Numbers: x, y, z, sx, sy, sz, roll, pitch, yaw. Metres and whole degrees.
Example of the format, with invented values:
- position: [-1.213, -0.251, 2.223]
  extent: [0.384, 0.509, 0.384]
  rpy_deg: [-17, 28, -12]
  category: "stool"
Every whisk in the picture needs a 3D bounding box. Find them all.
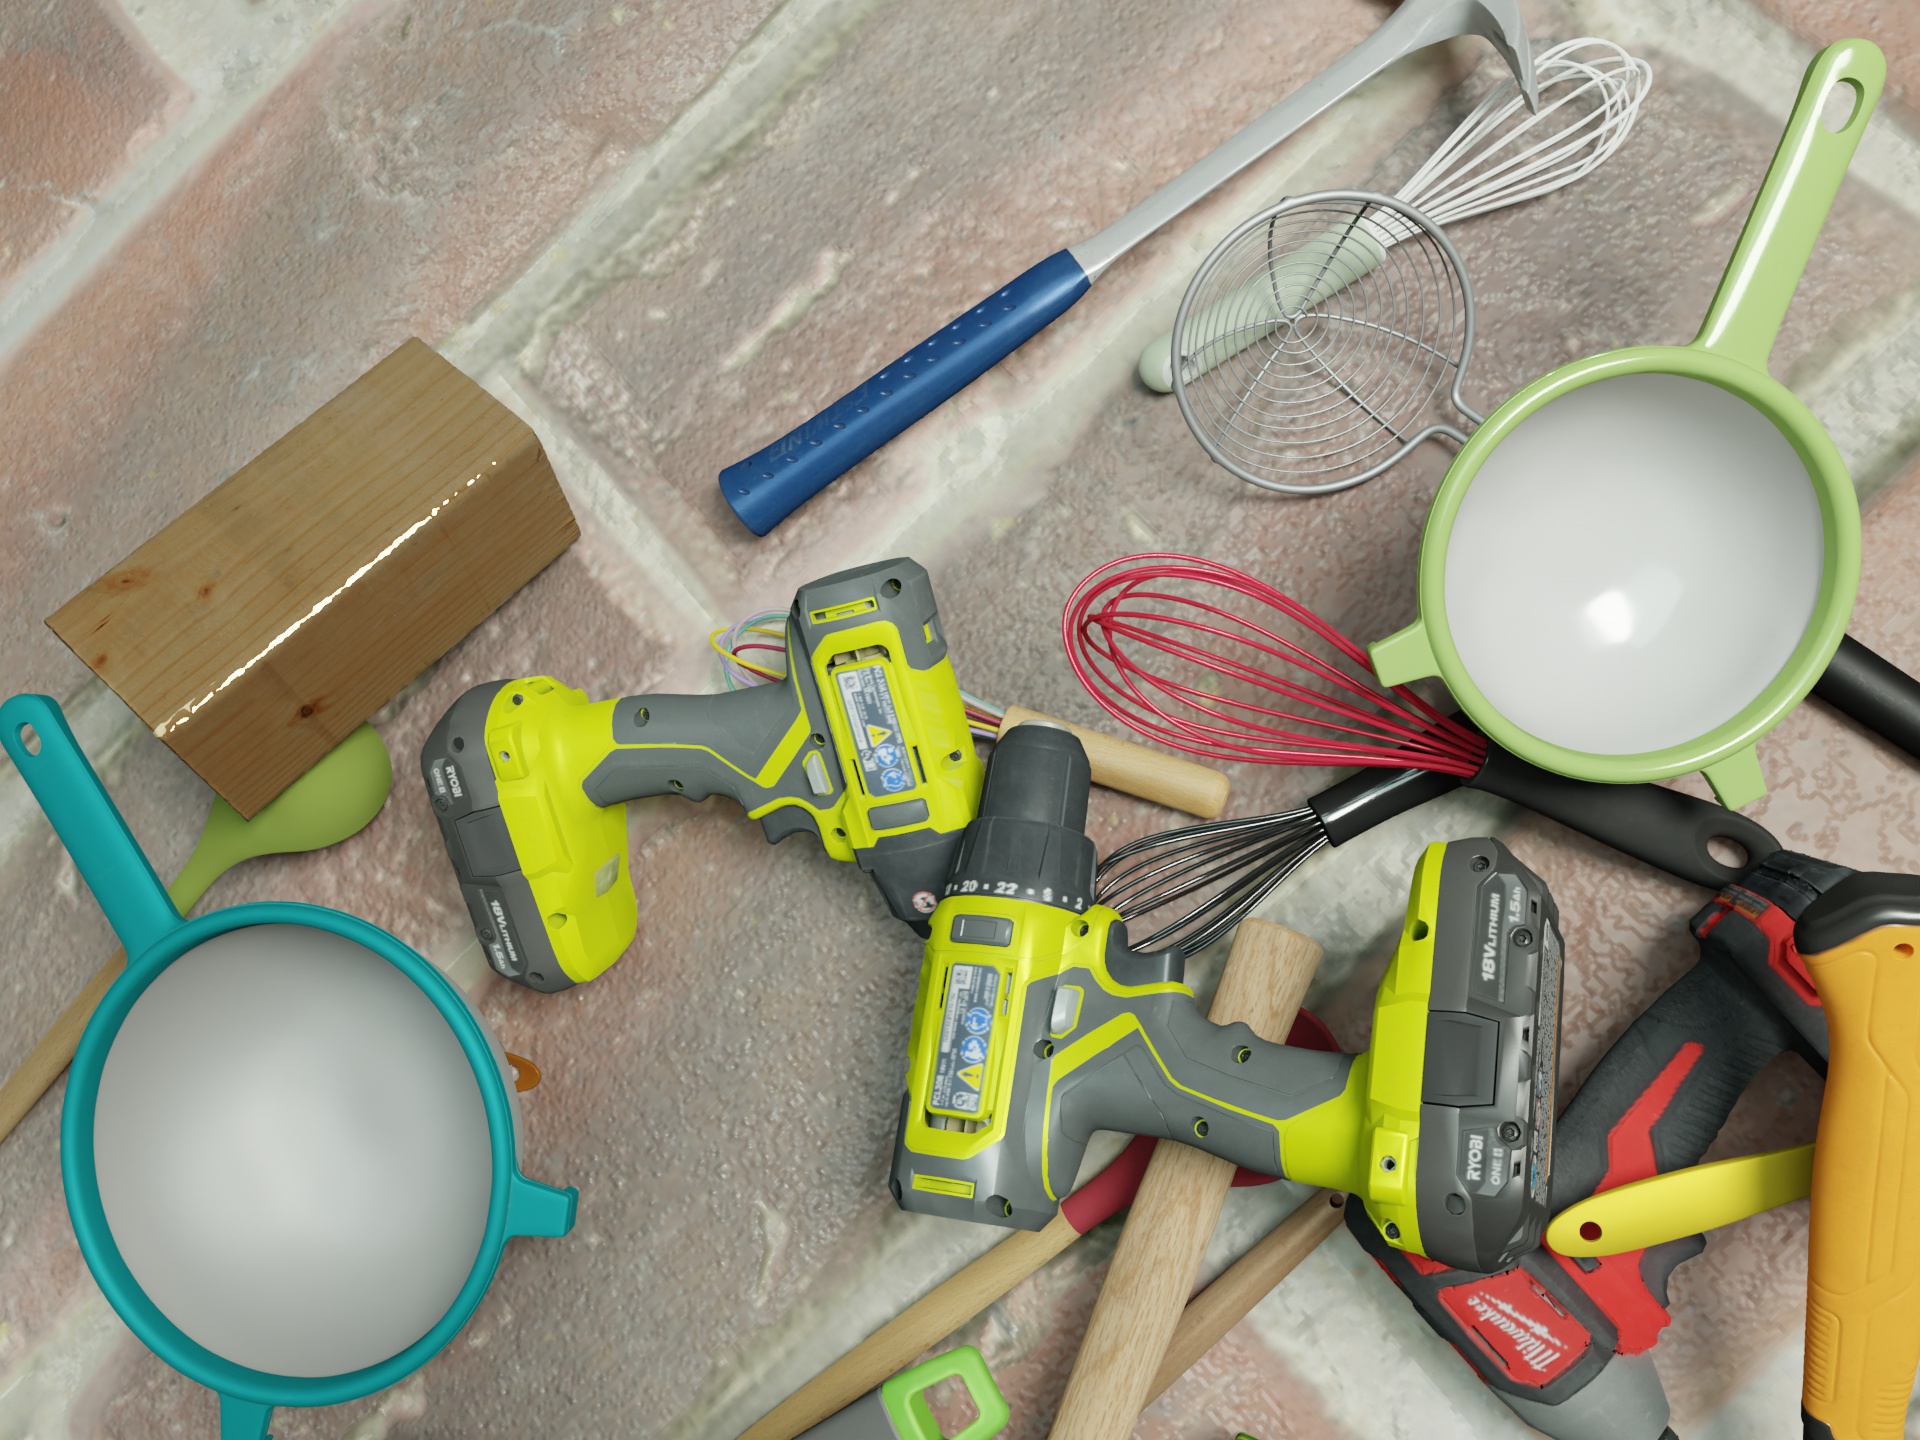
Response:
- position: [0.147, 0.038, 0.649]
  extent: [0.239, 0.055, 0.055]
  rpy_deg: [-28, 72, 4]
  category: "whisk"
- position: [0.186, -0.216, 0.696]
  extent: [0.246, 0.057, 0.059]
  rpy_deg: [-31, 38, 10]
  category: "whisk"
- position: [0.177, 0.008, 0.604]
  extent: [0.296, 0.073, 0.073]
  rpy_deg: [20, 84, -4]
  category: "whisk"
- position: [-0.002, -0.001, 0.700]
  extent: [0.245, 0.047, 0.051]
  rpy_deg: [18, 82, 15]
  category: "whisk"

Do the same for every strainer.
- position: [0.250, -0.106, 0.563]
  extent: [0.151, 0.069, 0.256]
  rpy_deg: [19, 100, -4]
  category: "strainer"
- position: [-0.312, 0.129, 0.713]
  extent: [0.211, 0.095, 0.340]
  rpy_deg: [-37, 82, 10]
  category: "strainer"

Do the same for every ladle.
- position: [-0.402, 0.117, 0.793]
  extent: [0.078, 0.062, 0.320]
  rpy_deg: [45, 99, 18]
  category: "ladle"
- position: [0.025, 0.220, 0.653]
  extent: [0.315, 0.031, 0.069]
  rpy_deg: [-37, 61, 7]
  category: "ladle"

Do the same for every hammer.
- position: [0.064, -0.207, 0.712]
  extent: [0.405, 0.035, 0.144]
  rpy_deg: [-34, 46, 10]
  category: "hammer"
- position: [0.063, 0.230, 0.589]
  extent: [0.130, 0.031, 0.331]
  rpy_deg: [15, 75, 38]
  category: "hammer"
- position: [0.290, 0.208, 0.497]
  extent: [0.127, 0.034, 0.336]
  rpy_deg: [1, 106, 20]
  category: "hammer"

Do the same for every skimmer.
- position: [0.248, -0.077, 0.621]
  extent: [0.363, 0.090, 0.127]
  rpy_deg: [39, 113, 18]
  category: "skimmer"

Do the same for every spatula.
- position: [0.047, 0.289, 0.634]
  extent: [0.316, 0.018, 0.060]
  rpy_deg: [-45, 73, 5]
  category: "spatula"

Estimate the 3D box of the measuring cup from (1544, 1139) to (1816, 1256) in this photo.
- position: [0.269, 0.152, 0.515]
  extent: [0.156, 0.029, 0.062]
  rpy_deg: [-20, 89, 11]
  category: "measuring cup"

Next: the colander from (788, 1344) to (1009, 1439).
- position: [-0.142, 0.351, 0.631]
  extent: [0.397, 0.094, 0.205]
  rpy_deg: [-33, 71, 8]
  category: "colander"

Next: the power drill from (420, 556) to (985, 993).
- position: [-0.100, 0.038, 0.680]
  extent: [0.223, 0.080, 0.171]
  rpy_deg: [-12, 102, 15]
  category: "power drill"

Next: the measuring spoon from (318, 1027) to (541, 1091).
- position: [-0.250, 0.160, 0.752]
  extent: [0.117, 0.011, 0.021]
  rpy_deg: [5, 93, 13]
  category: "measuring spoon"

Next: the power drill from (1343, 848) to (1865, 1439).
- position: [0.264, 0.161, 0.569]
  extent: [0.219, 0.078, 0.143]
  rpy_deg: [-42, 84, 8]
  category: "power drill"

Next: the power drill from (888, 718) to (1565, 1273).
- position: [0.090, 0.094, 0.570]
  extent: [0.228, 0.080, 0.191]
  rpy_deg: [1, 71, 27]
  category: "power drill"
